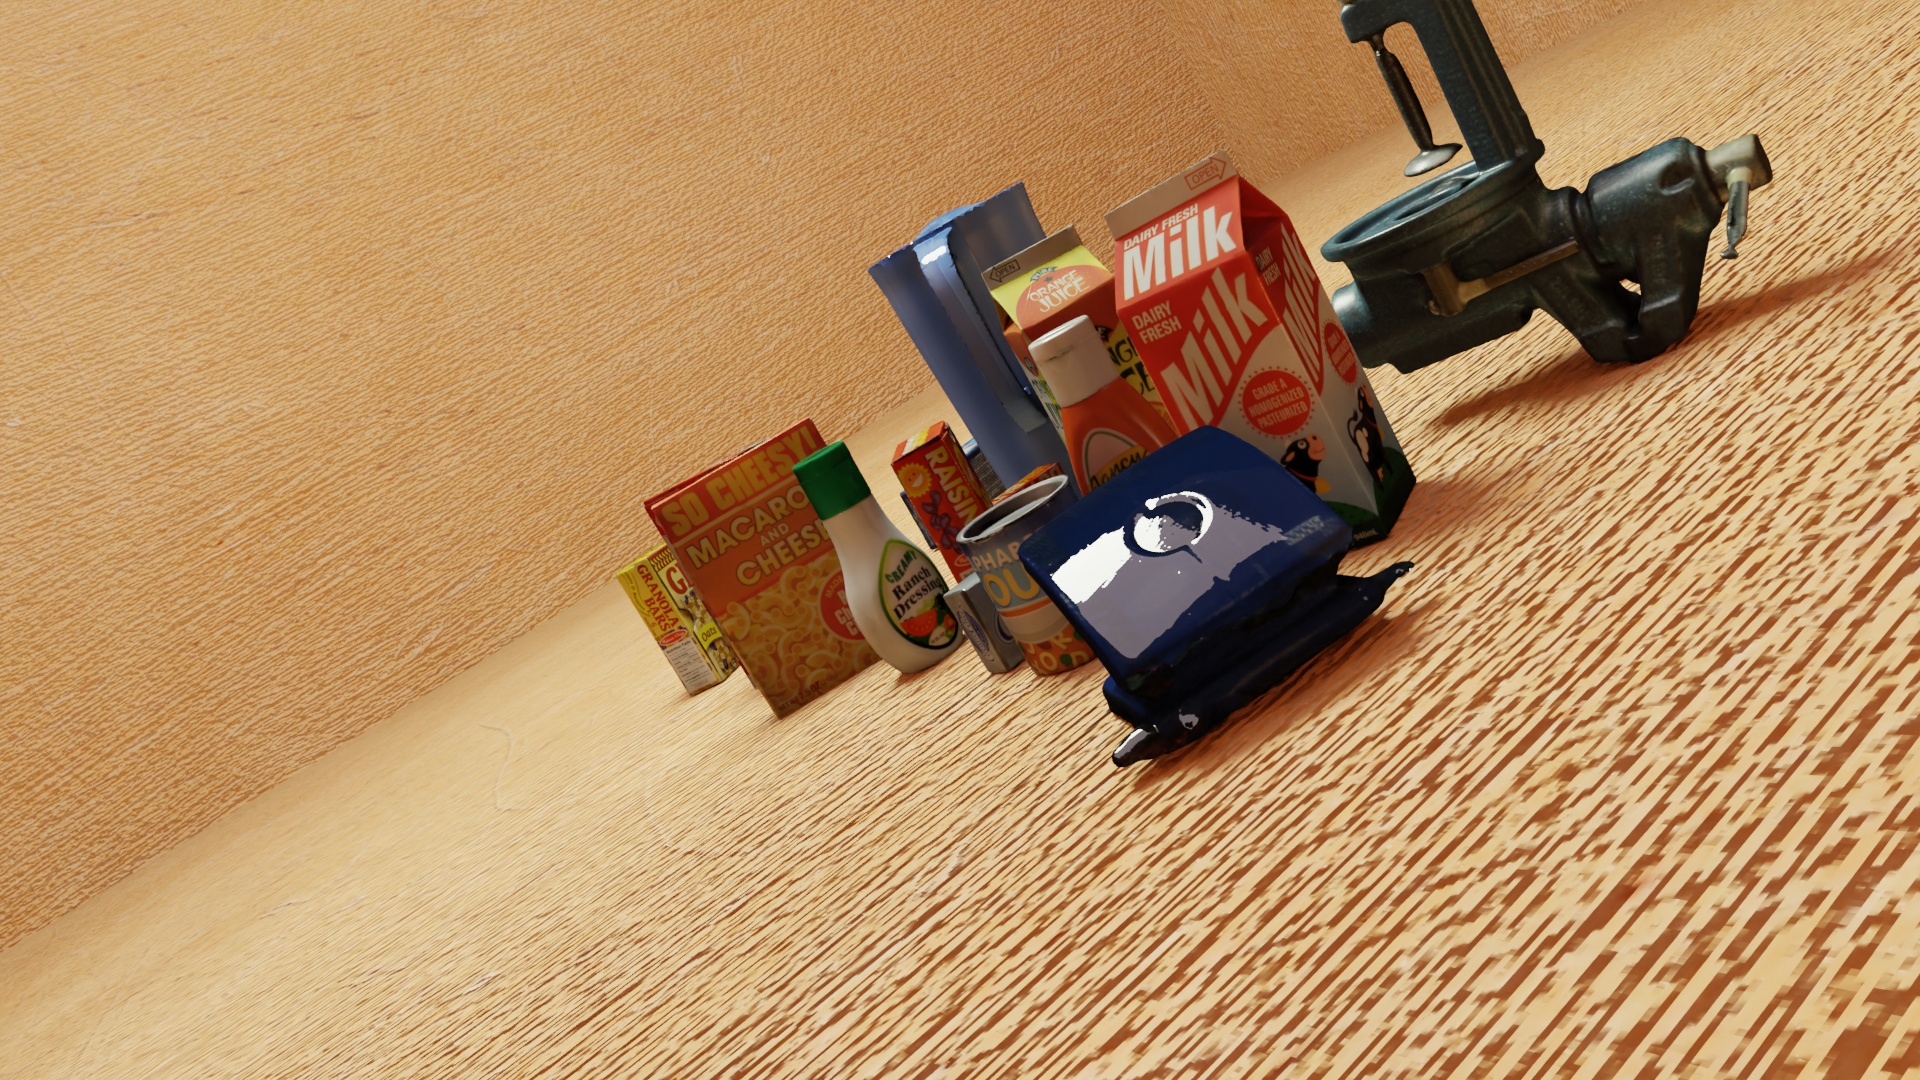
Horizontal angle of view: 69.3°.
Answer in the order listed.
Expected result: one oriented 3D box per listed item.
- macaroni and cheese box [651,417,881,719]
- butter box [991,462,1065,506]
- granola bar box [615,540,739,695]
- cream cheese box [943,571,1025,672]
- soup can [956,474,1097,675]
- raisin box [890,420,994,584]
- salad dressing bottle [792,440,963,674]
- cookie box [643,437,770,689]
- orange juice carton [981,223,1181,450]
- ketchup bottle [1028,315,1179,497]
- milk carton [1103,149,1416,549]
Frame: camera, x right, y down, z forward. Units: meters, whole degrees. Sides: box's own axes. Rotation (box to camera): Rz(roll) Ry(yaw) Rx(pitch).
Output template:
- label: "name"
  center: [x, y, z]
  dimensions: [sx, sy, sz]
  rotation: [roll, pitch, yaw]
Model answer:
- label: "macaroni and cheese box"
  center: [-0.114, 0.018, 0.943]
  dimensions: [0.124, 0.166, 0.040]
  rotation: [-31, 9, -8]
- label: "butter box"
  center: [0.040, -0.008, 0.966]
  dimensions: [0.104, 0.053, 0.024]
  rotation: [-36, 11, -33]
- label: "granola bar box"
  center: [-0.222, 0.047, 1.236]
  dimensions: [0.039, 0.124, 0.166]
  rotation: [-26, 10, 22]
- label: "cream cheese box"
  center: [0.044, 0.025, 0.784]
  dimensions: [0.104, 0.053, 0.024]
  rotation: [-35, 11, -31]
- label: "soup can"
  center: [0.045, 0.020, 0.719]
  dimensions: [0.071, 0.083, 0.071]
  rotation: [-29, 9, 5]
- label: "raisin box"
  center: [0.003, -0.011, 0.879]
  dimensions: [0.040, 0.123, 0.086]
  rotation: [-29, 9, 7]
- label: "salad dressing bottle"
  center: [-0.053, 0.010, 0.861]
  dimensions: [0.064, 0.147, 0.044]
  rotation: [-37, 12, -39]
- label: "cookie box"
  center: [-0.147, 0.020, 1.026]
  dimensions: [0.122, 0.167, 0.040]
  rotation: [-21, 12, 42]
- label: "orange juice carton"
  center: [0.090, -0.109, 0.921]
  dimensions: [0.072, 0.192, 0.073]
  rotation: [-30, 9, -3]
- label: "ketchup bottle"
  center: [0.088, -0.048, 0.750]
  dimensions: [0.064, 0.148, 0.044]
  rotation: [-25, 10, 28]
- label: "milk carton"
  center: [0.140, -0.086, 0.665]
  dimensions: [0.072, 0.190, 0.074]
  rotation: [-23, 11, 36]
